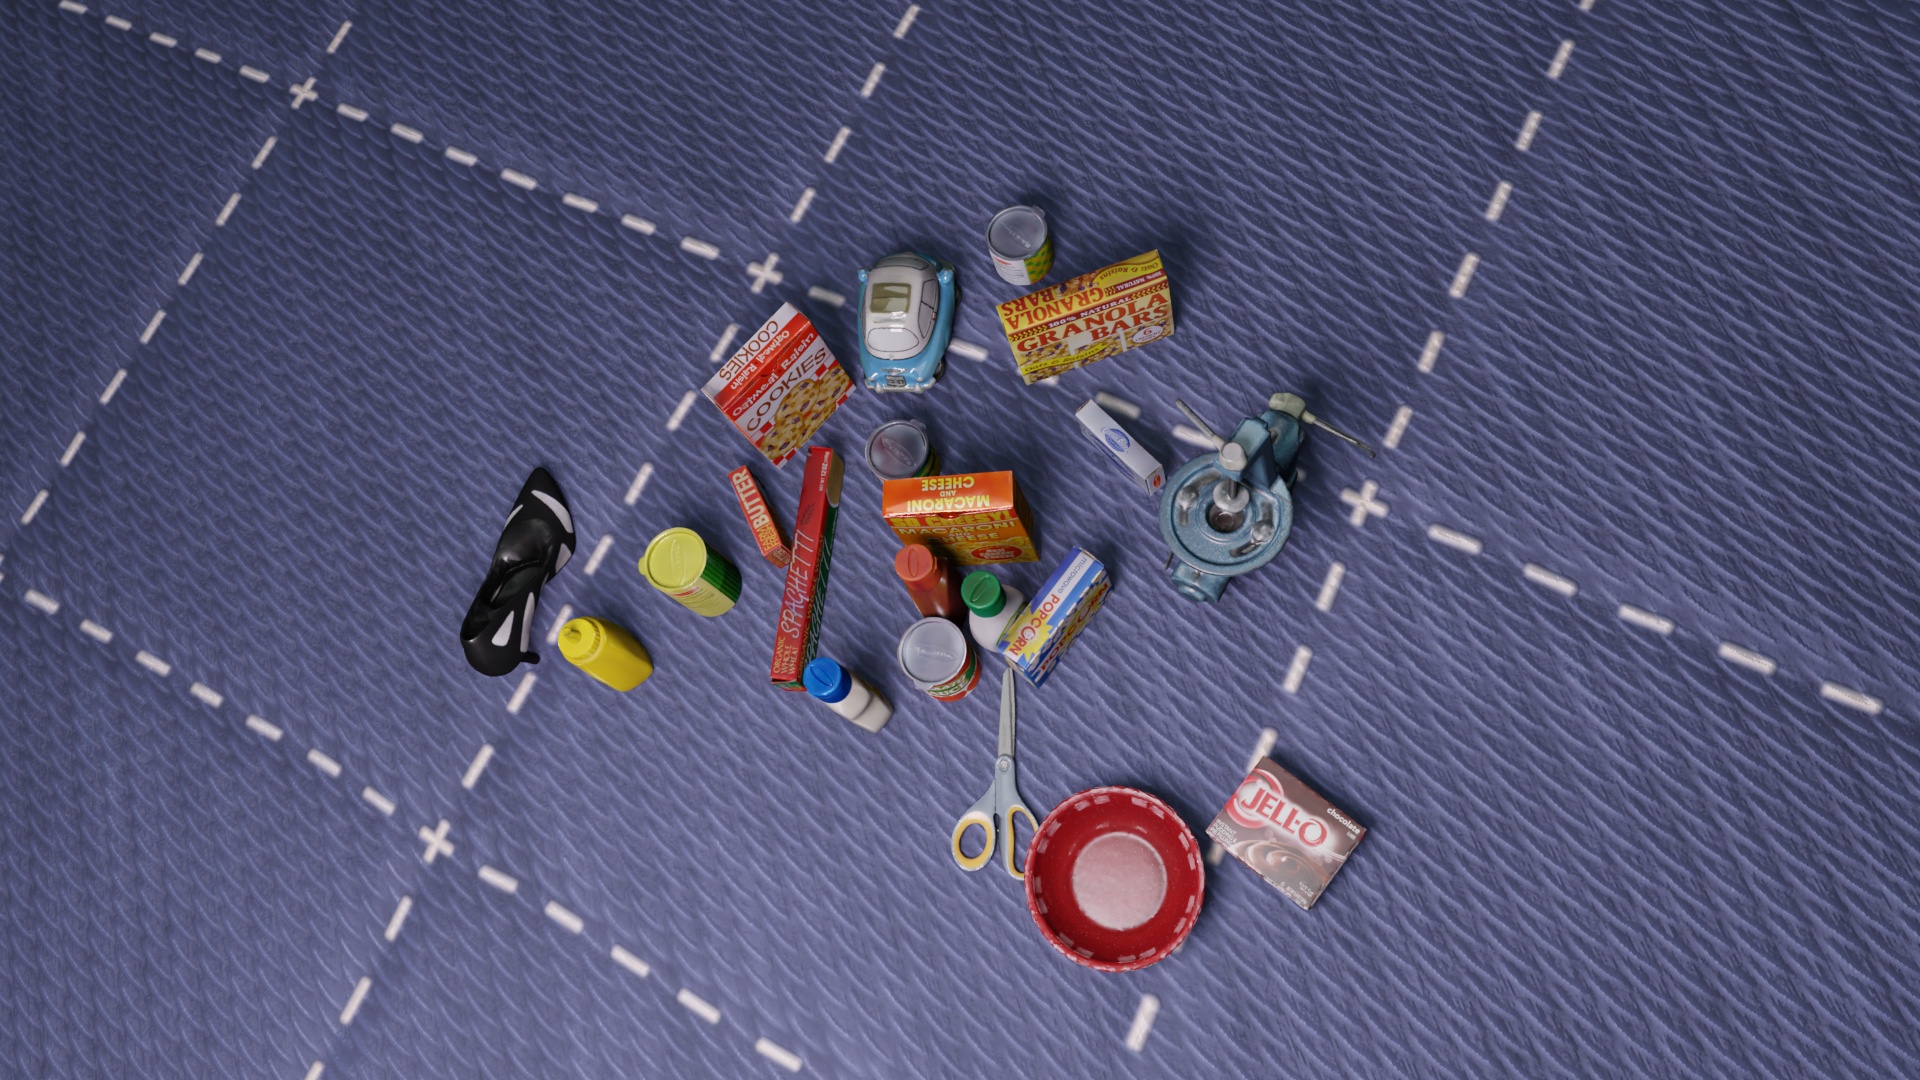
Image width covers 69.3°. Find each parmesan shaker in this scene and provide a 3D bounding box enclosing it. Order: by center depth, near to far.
[{"bbox_3d":[-0.273,0.034,1.410,0.071,0.103,0.071,-4,72,11],"label":"parmesan shaker"}]

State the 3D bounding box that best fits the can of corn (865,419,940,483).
[{"bbox_3d":[-0.057,-0.085,1.427,0.071,0.058,0.071,-4,72,11],"label":"can of corn"}]

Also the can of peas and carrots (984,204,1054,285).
[{"bbox_3d":[0.065,-0.315,1.477,0.071,0.058,0.071,-4,72,11],"label":"can of peas and carrots"}]

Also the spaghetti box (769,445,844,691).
[{"bbox_3d":[-0.155,0.029,1.415,0.029,0.050,0.250,3,73,13],"label":"spaghetti box"}]

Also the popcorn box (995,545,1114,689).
[{"bbox_3d":[0.092,0.074,1.329,0.038,0.085,0.127,36,82,20],"label":"popcorn box"}]

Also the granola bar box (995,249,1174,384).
[{"bbox_3d":[0.129,-0.221,1.397,0.165,0.124,0.039,-19,70,6],"label":"granola bar box"}]

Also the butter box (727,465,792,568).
[{"bbox_3d":[-0.206,-0.024,1.442,0.024,0.053,0.104,-28,69,2],"label":"butter box"}]

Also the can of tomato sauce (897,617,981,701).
[{"bbox_3d":[-0.019,0.118,1.339,0.071,0.083,0.071,-4,72,11],"label":"can of tomato sauce"}]

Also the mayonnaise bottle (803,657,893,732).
[{"bbox_3d":[-0.109,0.143,1.315,0.065,0.147,0.041,38,84,20],"label":"mayonnaise bottle"}]

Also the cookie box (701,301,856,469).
[{"bbox_3d":[-0.181,-0.154,1.418,0.040,0.167,0.123,41,84,20],"label":"cookie box"}]

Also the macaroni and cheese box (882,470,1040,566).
[{"bbox_3d":[0.005,-0.017,1.334,0.124,0.166,0.040,-4,72,11],"label":"macaroni and cheese box"}]

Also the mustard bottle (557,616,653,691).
[{"bbox_3d":[-0.359,0.106,1.374,0.049,0.160,0.065,-40,69,-2],"label":"mustard bottle"}]

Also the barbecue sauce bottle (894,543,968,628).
[{"bbox_3d":[-0.027,0.041,1.331,0.043,0.148,0.065,-5,72,11],"label":"barbecue sauce bottle"}]

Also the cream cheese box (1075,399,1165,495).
[{"bbox_3d":[0.160,-0.092,1.386,0.024,0.053,0.104,-43,69,-3],"label":"cream cheese box"}]

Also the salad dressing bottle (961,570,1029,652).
[{"bbox_3d":[0.032,0.065,1.311,0.044,0.147,0.064,32,82,19],"label":"salad dressing bottle"}]
